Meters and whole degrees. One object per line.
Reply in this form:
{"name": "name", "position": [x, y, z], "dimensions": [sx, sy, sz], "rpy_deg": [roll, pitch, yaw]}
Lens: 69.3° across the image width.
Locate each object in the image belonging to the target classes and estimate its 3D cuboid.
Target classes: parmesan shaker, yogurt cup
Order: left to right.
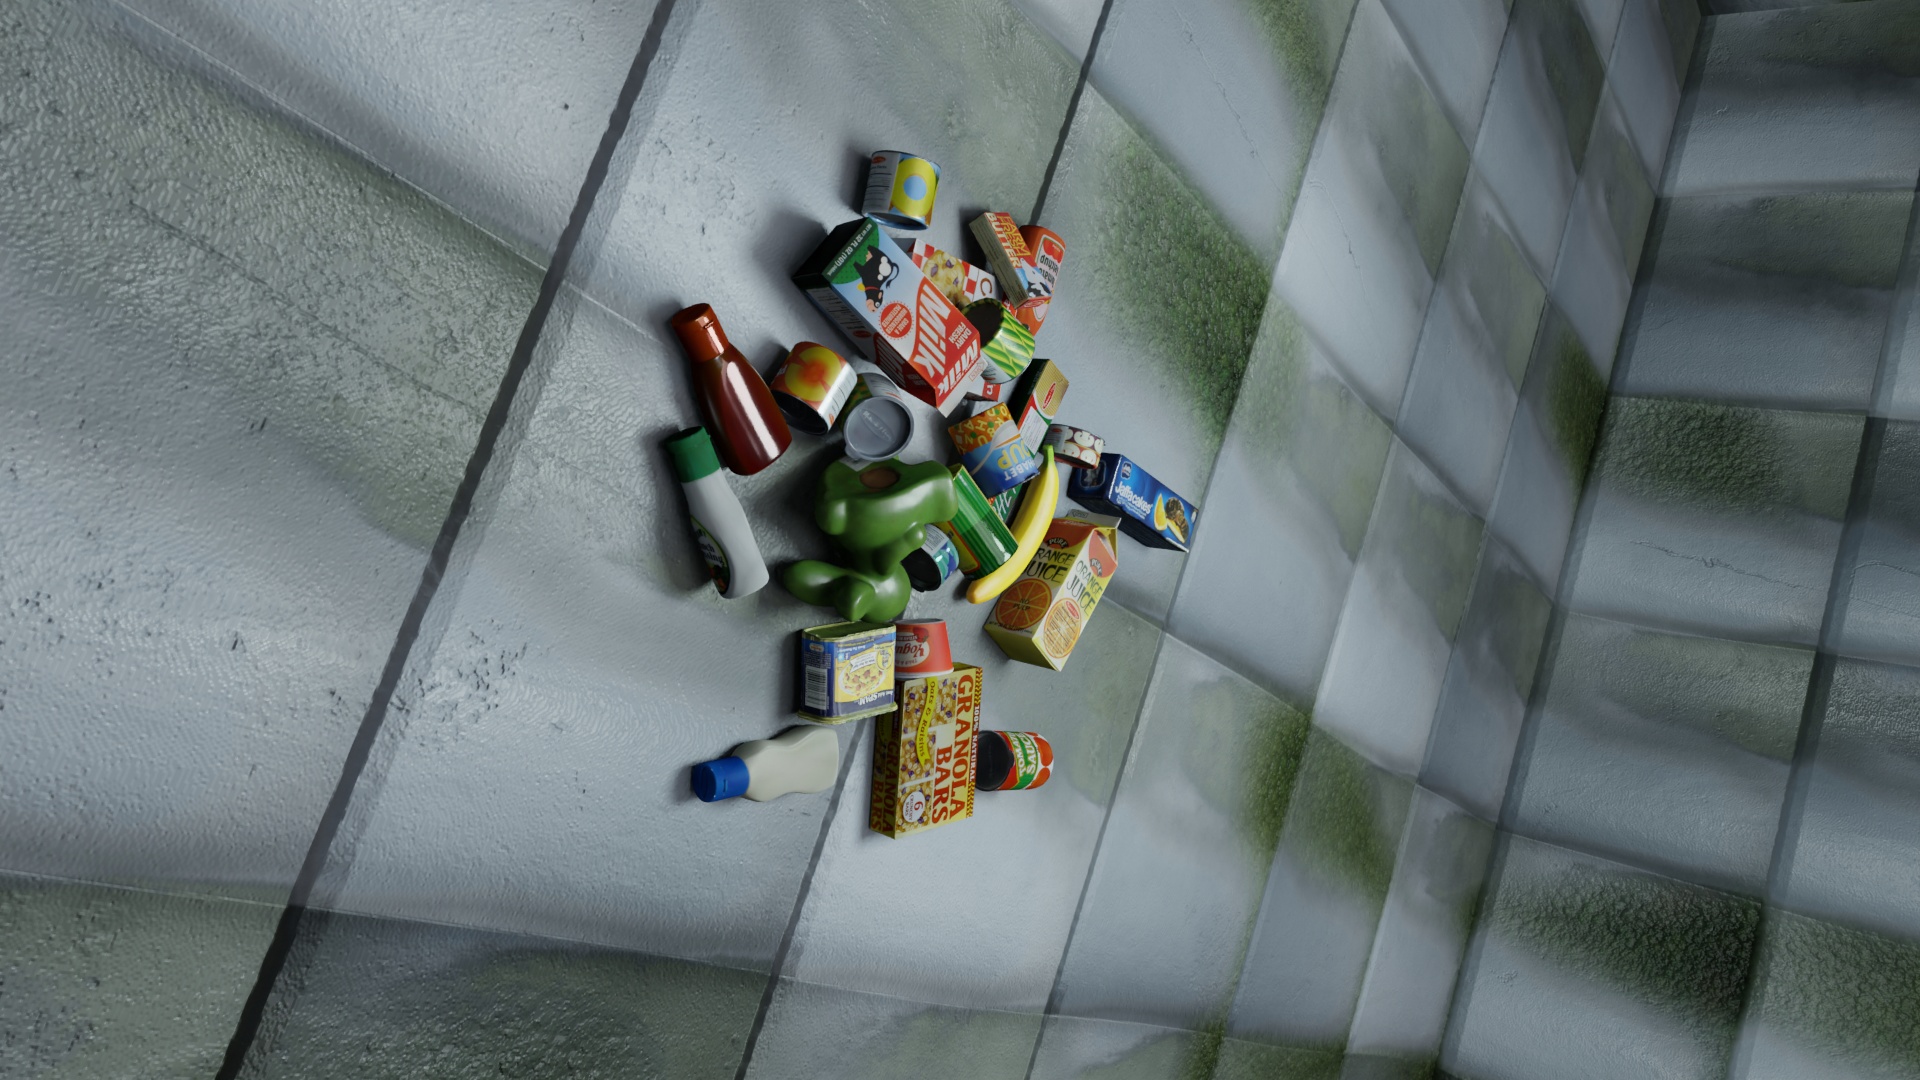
{"name": "yogurt cup", "position": [-0.042, 0.108, 1.405], "dimensions": [0.072, 0.072, 0.054], "rpy_deg": [-5, 93, -49]}
{"name": "parmesan shaker", "position": [0.005, -0.018, 1.400], "dimensions": [0.072, 0.071, 0.103], "rpy_deg": [-45, 106, -34]}

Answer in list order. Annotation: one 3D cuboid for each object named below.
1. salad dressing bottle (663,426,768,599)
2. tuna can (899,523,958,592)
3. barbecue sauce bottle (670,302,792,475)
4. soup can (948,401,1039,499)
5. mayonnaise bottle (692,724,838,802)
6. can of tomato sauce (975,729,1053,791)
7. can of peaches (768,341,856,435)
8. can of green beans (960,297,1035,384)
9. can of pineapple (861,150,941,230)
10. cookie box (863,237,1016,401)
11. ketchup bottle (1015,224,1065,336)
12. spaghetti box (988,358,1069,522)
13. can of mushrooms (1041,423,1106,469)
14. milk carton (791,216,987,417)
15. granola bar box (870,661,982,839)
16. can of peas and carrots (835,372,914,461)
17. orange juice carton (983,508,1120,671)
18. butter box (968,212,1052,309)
{"name": "salad dressing bottle", "position": [-0.210, -0.024, 1.186], "dimensions": [0.044, 0.064, 0.147], "rpy_deg": [-28, 111, -25]}
{"name": "tuna can", "position": [-0.036, 0.017, 1.391], "dimensions": [0.033, 0.071, 0.070], "rpy_deg": [-46, 130, -34]}
{"name": "barbecue sauce bottle", "position": [-0.198, -0.131, 1.187], "dimensions": [0.065, 0.043, 0.148], "rpy_deg": [-46, 129, -32]}
{"name": "soup can", "position": [0.036, -0.093, 1.427], "dimensions": [0.072, 0.071, 0.083], "rpy_deg": [-30, 96, -42]}
{"name": "mayonnaise bottle", "position": [-0.178, 0.210, 1.283], "dimensions": [0.148, 0.041, 0.064], "rpy_deg": [-4, 99, -48]}
{"name": "can of tomato sauce", "position": [0.055, 0.244, 1.540], "dimensions": [0.083, 0.071, 0.071], "rpy_deg": [12, 89, -51]}
{"name": "can of peaches", "position": [-0.136, -0.137, 1.243], "dimensions": [0.071, 0.071, 0.058], "rpy_deg": [49, 62, -43]}
{"name": "can of green beans", "position": [0.031, -0.196, 1.361], "dimensions": [0.057, 0.071, 0.071], "rpy_deg": [38, 69, -45]}
{"name": "can of pineapple", "position": [-0.054, -0.326, 1.298], "dimensions": [0.071, 0.071, 0.058], "rpy_deg": [11, 90, -50]}
{"name": "cookie box", "position": [-0.015, -0.217, 1.388], "dimensions": [0.167, 0.040, 0.123], "rpy_deg": [14, 87, -49]}
{"name": "ketchup bottle", "position": [0.069, -0.255, 1.476], "dimensions": [0.064, 0.043, 0.149], "rpy_deg": [23, 81, -56]}
{"name": "spaghetti box", "position": [0.048, -0.082, 1.498], "dimensions": [0.050, 0.028, 0.251], "rpy_deg": [44, 64, -45]}
{"name": "can of mushrooms", "position": [0.128, -0.104, 1.556], "dimensions": [0.071, 0.071, 0.033], "rpy_deg": [24, 80, -49]}
{"name": "milk carton", "position": [-0.055, -0.200, 1.271], "dimensions": [0.190, 0.073, 0.072], "rpy_deg": [44, 74, -25]}
{"name": "granola bar box", "position": [-0.035, 0.217, 1.453], "dimensions": [0.124, 0.039, 0.165], "rpy_deg": [-4, 100, -49]}
{"name": "can of peas and carrots", "position": [-0.083, -0.113, 1.284], "dimensions": [0.071, 0.059, 0.070], "rpy_deg": [-8, 121, -13]}
{"name": "orange juice carton", "position": [0.112, 0.045, 1.565], "dimensions": [0.193, 0.072, 0.072], "rpy_deg": [-59, 136, -23]}
{"name": "butter box", "position": [0.052, -0.287, 1.420], "dimensions": [0.053, 0.024, 0.103], "rpy_deg": [-20, 81, -57]}
